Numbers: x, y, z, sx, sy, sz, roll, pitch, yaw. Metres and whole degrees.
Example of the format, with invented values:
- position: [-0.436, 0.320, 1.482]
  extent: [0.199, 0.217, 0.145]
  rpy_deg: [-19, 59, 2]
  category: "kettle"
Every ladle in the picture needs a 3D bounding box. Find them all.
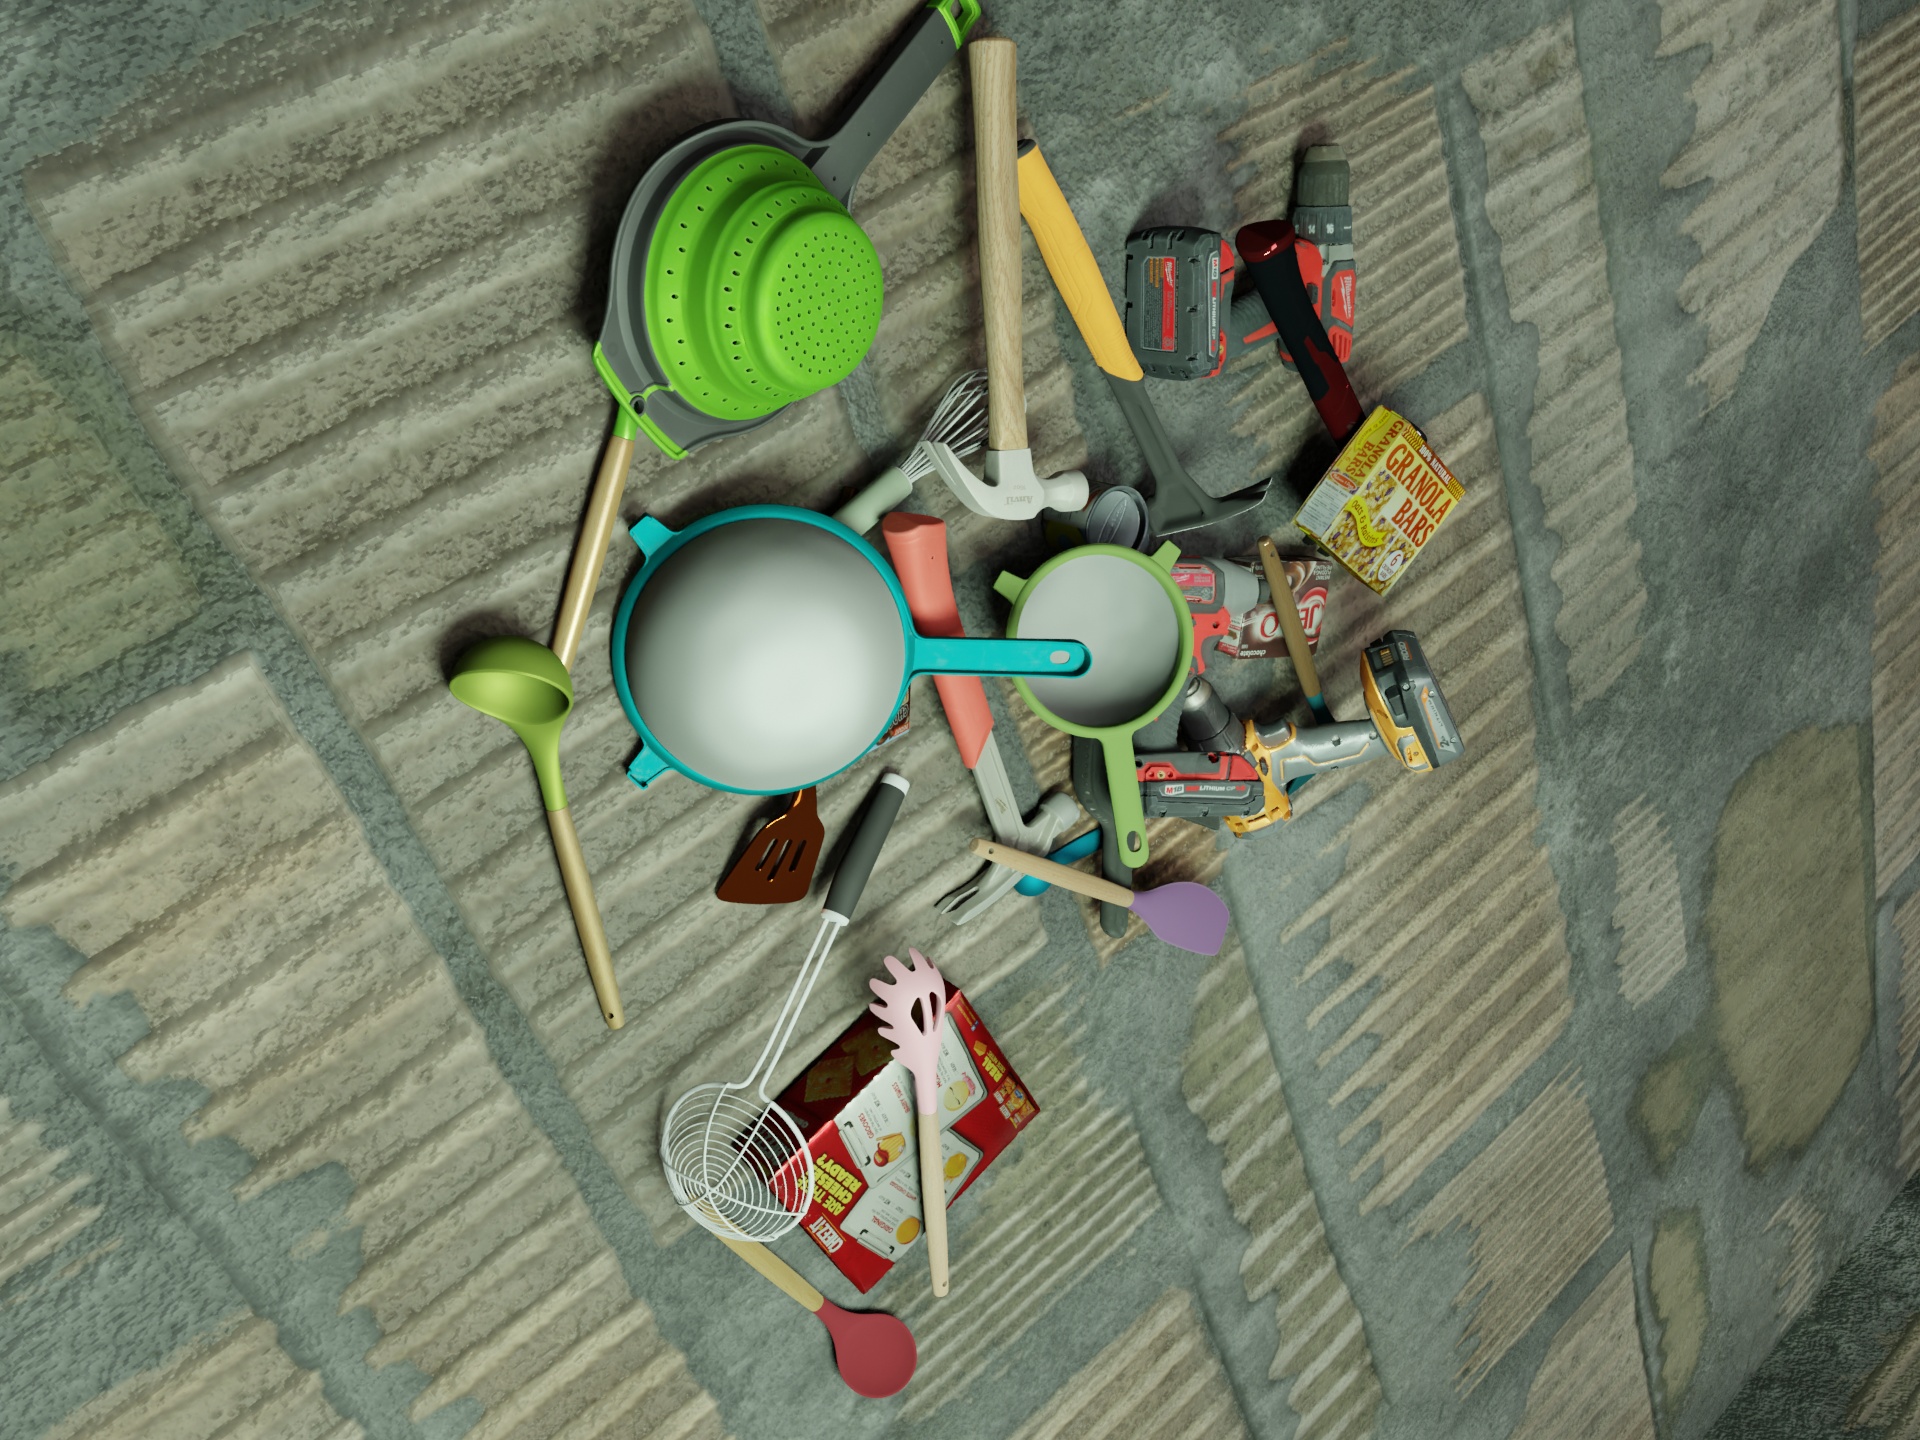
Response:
- position: [-0.134, 0.473, 1.319]
  extent: [0.069, 0.031, 0.315]
  rpy_deg: [-49, 125, -17]
  category: "ladle"
- position: [-0.271, 0.087, 1.075]
  extent: [0.062, 0.078, 0.320]
  rpy_deg: [-72, 157, -60]
  category: "ladle"

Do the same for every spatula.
- position: [0.305, -0.048, 1.445]
  extent: [0.082, 0.044, 0.317]
  rpy_deg: [-38, 131, -13]
  category: "spatula"
- position: [0.127, 0.144, 1.356]
  extent: [0.315, 0.018, 0.060]
  rpy_deg: [22, 84, -38]
  category: "spatula"
- position: [-0.114, -0.014, 1.183]
  extent: [0.081, 0.041, 0.322]
  rpy_deg: [6, 96, -40]
  category: "spatula"

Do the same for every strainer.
- position: [-0.064, -0.034, 1.088]
  extent: [0.340, 0.095, 0.211]
  rpy_deg: [0, 108, -12]
  category: "strainer"
- position: [0.111, -0.012, 1.259]
  extent: [0.151, 0.069, 0.256]
  rpy_deg: [-12, 99, -11]
  category: "strainer"

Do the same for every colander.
- position: [-0.073, -0.340, 1.042]
  extent: [0.397, 0.095, 0.204]
  rpy_deg: [-56, 143, -15]
  category: "colander"

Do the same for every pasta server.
- position: [-0.028, 0.327, 1.262]
  extent: [0.060, 0.040, 0.316]
  rpy_deg: [-18, 117, -30]
  category: "pasta server"

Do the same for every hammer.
- position: [0.027, -0.309, 1.133]
  extent: [0.130, 0.031, 0.331]
  rpy_deg: [-11, 104, -33]
  category: "hammer"
- position: [0.121, -0.290, 1.225]
  extent: [0.336, 0.127, 0.034]
  rpy_deg: [58, 41, -28]
  category: "hammer"
- position: [0.291, -0.273, 1.315]
  extent: [0.143, 0.038, 0.385]
  rpy_deg: [-51, 146, 2]
  category: "hammer"
- position: [-0.002, -0.004, 1.229]
  extent: [0.149, 0.037, 0.358]
  rpy_deg: [-39, 133, -22]
  category: "hammer"

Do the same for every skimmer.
- position: [-0.116, 0.214, 1.218]
  extent: [0.090, 0.127, 0.363]
  rpy_deg: [68, 43, -64]
  category: "skimmer"

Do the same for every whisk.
- position: [-0.039, -0.180, 1.160]
  extent: [0.058, 0.059, 0.246]
  rpy_deg: [42, 67, 8]
  category: "whisk"

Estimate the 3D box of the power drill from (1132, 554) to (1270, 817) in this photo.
- position: [0.192, -0.029, 1.324]
  extent: [0.143, 0.078, 0.220]
  rpy_deg: [0, 86, -14]
  category: "power drill"

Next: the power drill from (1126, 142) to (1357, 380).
- position: [0.243, -0.373, 1.305]
  extent: [0.226, 0.080, 0.187]
  rpy_deg: [-16, 114, -36]
  category: "power drill"

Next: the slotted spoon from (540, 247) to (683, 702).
- position: [-0.231, -0.161, 1.045]
  extent: [0.070, 0.031, 0.313]
  rpy_deg: [10, 100, -45]
  category: "slotted spoon"

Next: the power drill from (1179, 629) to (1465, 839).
- position: [0.308, 0.001, 1.408]
  extent: [0.226, 0.084, 0.185]
  rpy_deg: [-23, 125, 18]
  category: "power drill"

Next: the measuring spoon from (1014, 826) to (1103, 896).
- position: [0.101, 0.118, 1.385]
  extent: [0.128, 0.021, 0.042]
  rpy_deg: [-23, 117, -31]
  category: "measuring spoon"
